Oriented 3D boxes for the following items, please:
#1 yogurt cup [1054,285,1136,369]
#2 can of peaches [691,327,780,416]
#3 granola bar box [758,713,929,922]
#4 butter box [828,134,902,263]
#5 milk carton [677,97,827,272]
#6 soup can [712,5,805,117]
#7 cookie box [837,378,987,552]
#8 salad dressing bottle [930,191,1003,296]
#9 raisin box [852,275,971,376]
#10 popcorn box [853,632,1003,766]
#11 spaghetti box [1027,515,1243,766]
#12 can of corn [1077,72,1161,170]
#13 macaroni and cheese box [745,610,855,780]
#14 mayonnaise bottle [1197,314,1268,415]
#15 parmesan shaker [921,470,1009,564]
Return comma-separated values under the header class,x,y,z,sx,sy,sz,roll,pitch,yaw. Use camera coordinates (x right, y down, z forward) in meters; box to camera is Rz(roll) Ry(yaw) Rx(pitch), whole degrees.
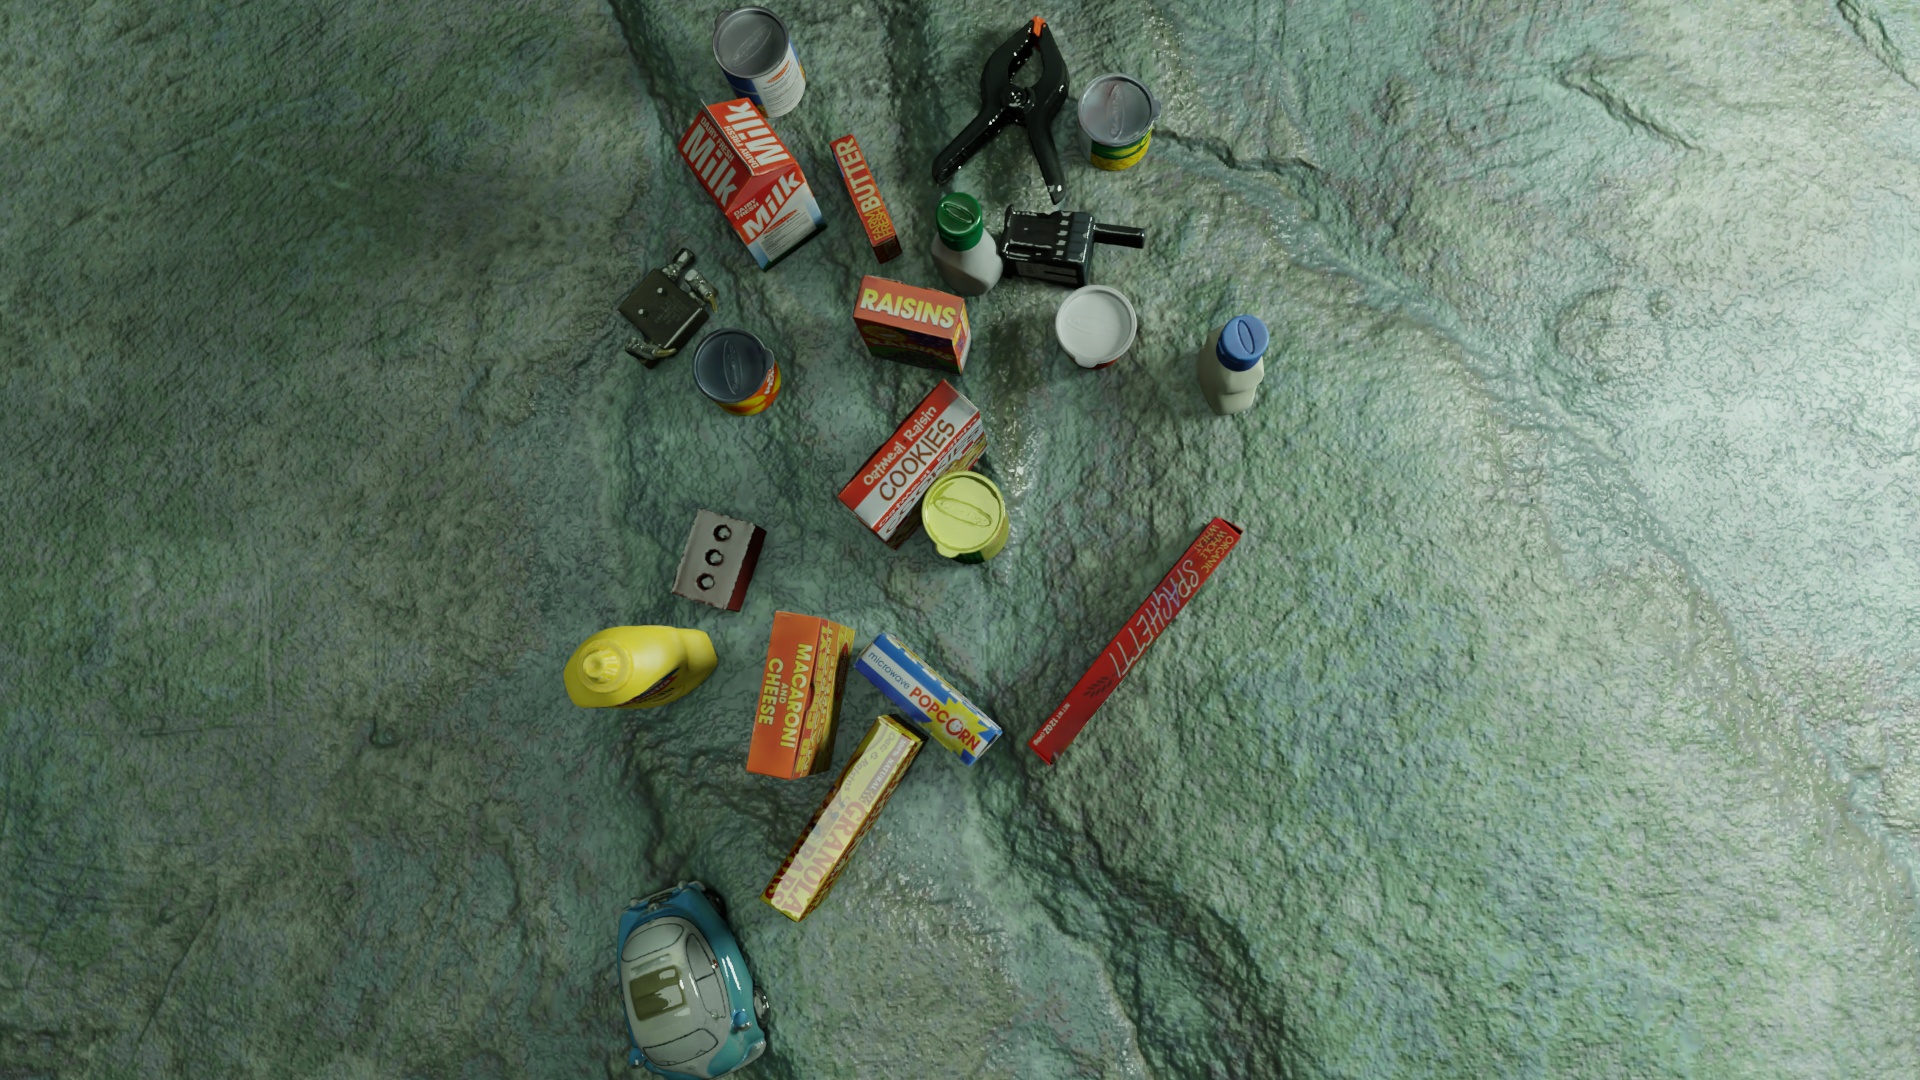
class,x,y,z,sx,sy,sz,roll,pitch,yaw
yogurt cup,0.115,-0.178,1.187,0.072,0.054,0.072,0,83,4
can of peaches,-0.190,-0.145,1.199,0.071,0.058,0.071,0,83,4
granola bar box,-0.088,0.219,1.112,0.039,0.124,0.165,33,86,7
butter box,-0.082,-0.298,1.215,0.024,0.053,0.103,-23,82,1
milk carton,-0.173,-0.298,1.151,0.073,0.190,0.072,-36,82,-1
soup can,-0.177,-0.421,1.221,0.071,0.083,0.071,0,83,4
cookie box,-0.035,-0.057,1.123,0.040,0.167,0.123,41,87,7
salad dressing bottle,0.003,-0.246,1.155,0.064,0.147,0.044,30,86,7
raisin box,-0.038,-0.178,1.161,0.086,0.123,0.040,14,84,5
popcorn box,-0.025,0.130,1.140,0.127,0.085,0.038,40,87,7
spaghetti box,0.145,0.082,1.153,0.029,0.050,0.250,40,87,7
can of corn,0.137,-0.363,1.207,0.071,0.058,0.071,0,83,4
macaroni and cheese box,-0.123,0.123,1.106,0.040,0.166,0.124,9,84,5
mayonnaise bottle,0.222,-0.146,1.128,0.041,0.148,0.065,-18,82,1
parmesan shaker,0.004,-0.014,1.147,0.071,0.103,0.071,0,83,4
